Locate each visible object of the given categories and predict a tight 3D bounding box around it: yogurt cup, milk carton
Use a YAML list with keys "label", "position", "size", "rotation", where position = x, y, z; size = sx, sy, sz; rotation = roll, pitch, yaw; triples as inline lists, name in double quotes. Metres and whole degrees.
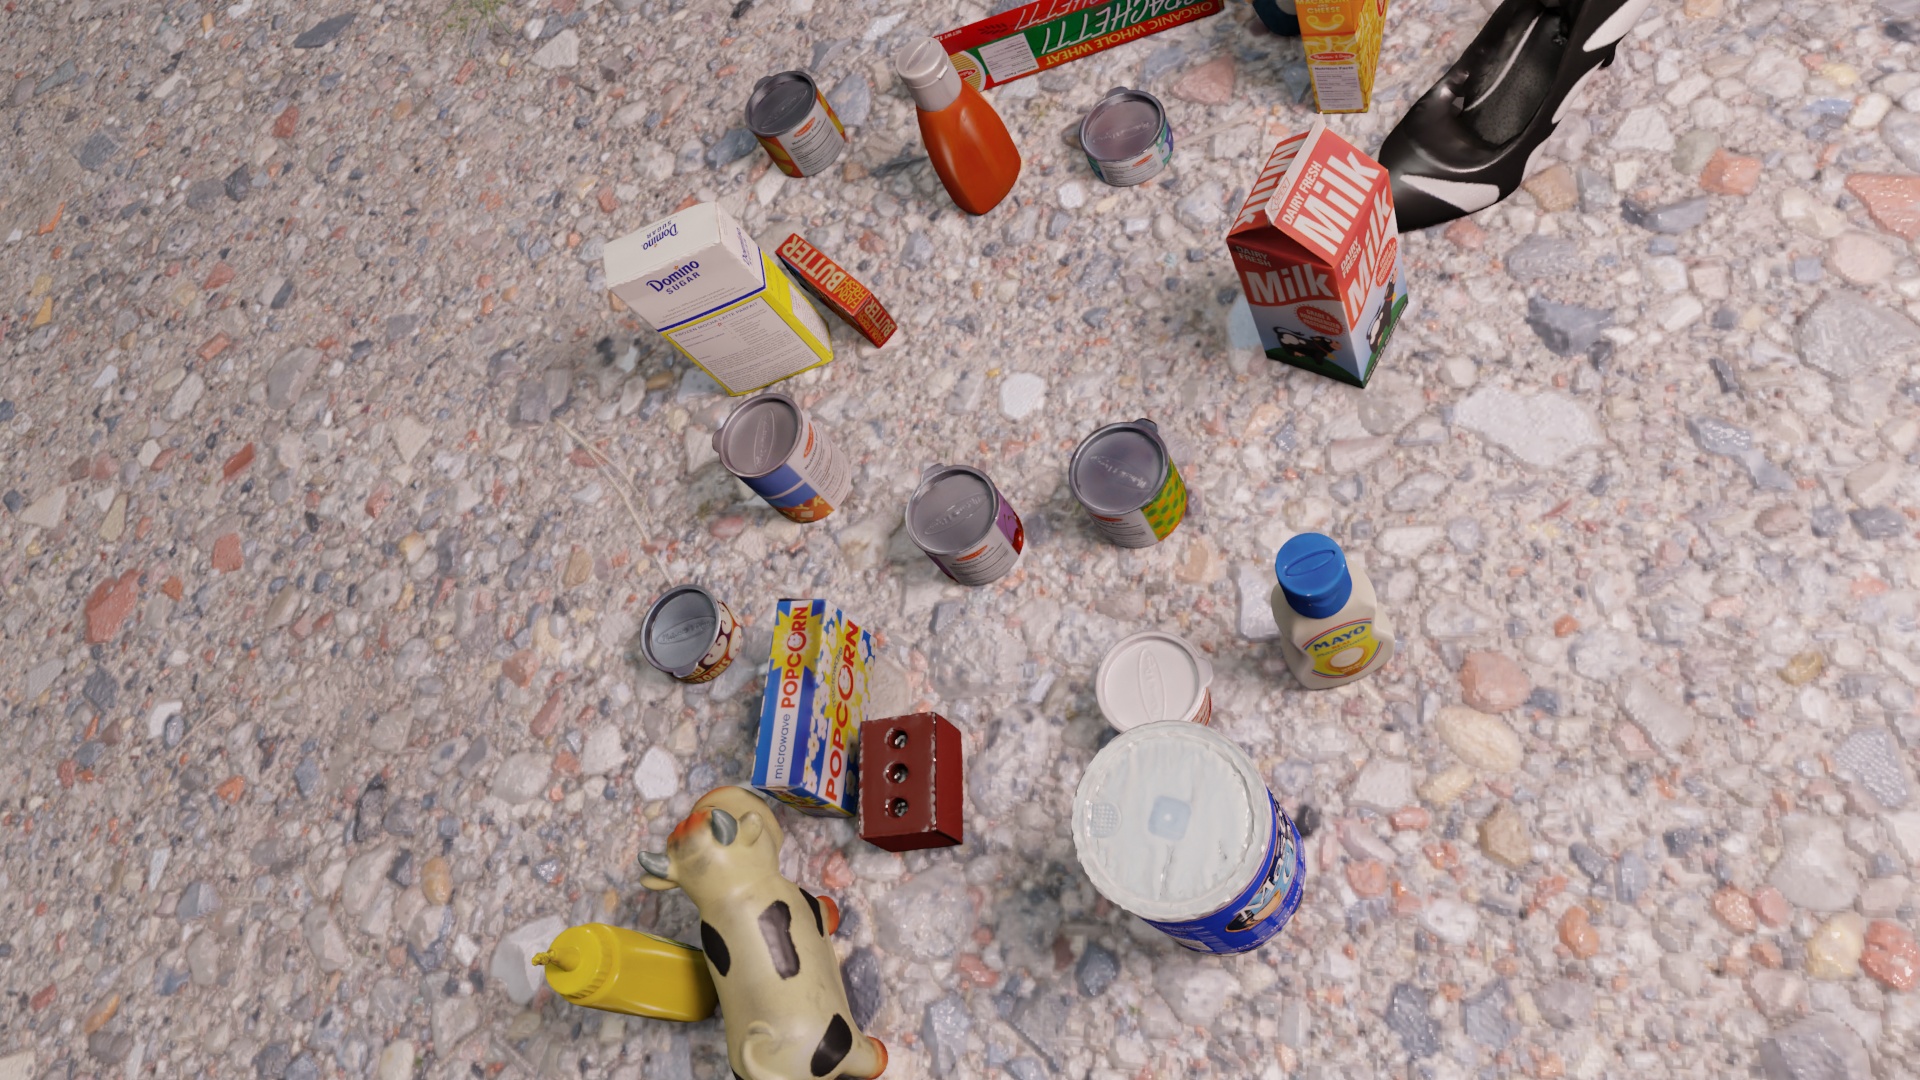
- label: "yogurt cup"
  position: [0.121, 0.095, 0.847]
  size: [0.072, 0.054, 0.072]
  rotation: [-9, 64, 18]
- label: "milk carton"
  position: [0.219, -0.176, 0.852]
  size: [0.073, 0.190, 0.072]
  rotation: [24, 78, 29]

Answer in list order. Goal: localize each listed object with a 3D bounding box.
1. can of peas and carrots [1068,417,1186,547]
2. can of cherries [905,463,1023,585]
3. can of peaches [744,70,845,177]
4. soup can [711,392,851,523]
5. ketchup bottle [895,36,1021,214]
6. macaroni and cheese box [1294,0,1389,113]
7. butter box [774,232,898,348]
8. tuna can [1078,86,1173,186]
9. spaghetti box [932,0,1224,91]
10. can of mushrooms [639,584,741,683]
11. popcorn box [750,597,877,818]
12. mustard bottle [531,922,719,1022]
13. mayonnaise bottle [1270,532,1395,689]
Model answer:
- label: "can of peas and carrots"
  position: [0.112, -0.038, 0.909]
  size: [0.071, 0.058, 0.071]
  rotation: [-9, 64, 18]
- label: "can of cherries"
  position: [0.003, -0.012, 0.941]
  size: [0.071, 0.058, 0.072]
  rotation: [-9, 64, 18]
- label: "can of peaches"
  position: [-0.138, -0.346, 1.154]
  size: [0.071, 0.058, 0.071]
  rotation: [-9, 64, 18]
- label: "soup can"
  position: [-0.127, -0.058, 1.001]
  size: [0.071, 0.083, 0.071]
  rotation: [-9, 64, 19]
- label: "ketchup bottle"
  position: [-0.002, -0.308, 1.028]
  size: [0.043, 0.148, 0.065]
  rotation: [29, 80, 30]
- label: "macaroni and cheese box"
  position: [0.262, -0.396, 0.951]
  size: [0.040, 0.166, 0.124]
  rotation: [6, 69, 25]
- label: "butter box"
  position: [-0.095, -0.192, 1.068]
  size: [0.024, 0.053, 0.104]
  rotation: [-47, 59, -3]
- label: "tuna can"
  position: [0.124, -0.303, 1.042]
  size: [0.071, 0.032, 0.071]
  rotation: [-9, 64, 18]
- label: "spaghetti box"
  position: [0.081, -0.404, 1.096]
  size: [0.250, 0.050, 0.029]
  rotation: [-14, 63, 16]
- label: "can of mushrooms"
  position: [-0.193, 0.070, 0.998]
  size: [0.071, 0.033, 0.071]
  rotation: [-9, 64, 18]
- label: "popcorn box"
  position: [-0.094, 0.110, 0.909]
  size: [0.038, 0.085, 0.127]
  rotation: [-4, 66, 21]
- label: "mustard bottle"
  position: [-0.205, 0.260, 0.840]
  size: [0.065, 0.160, 0.049]
  rotation: [2, 68, 23]
- label: "mayonnaise bottle"
  position: [0.206, 0.040, 0.782]
  size: [0.064, 0.147, 0.041]
  rotation: [-24, 60, 11]
